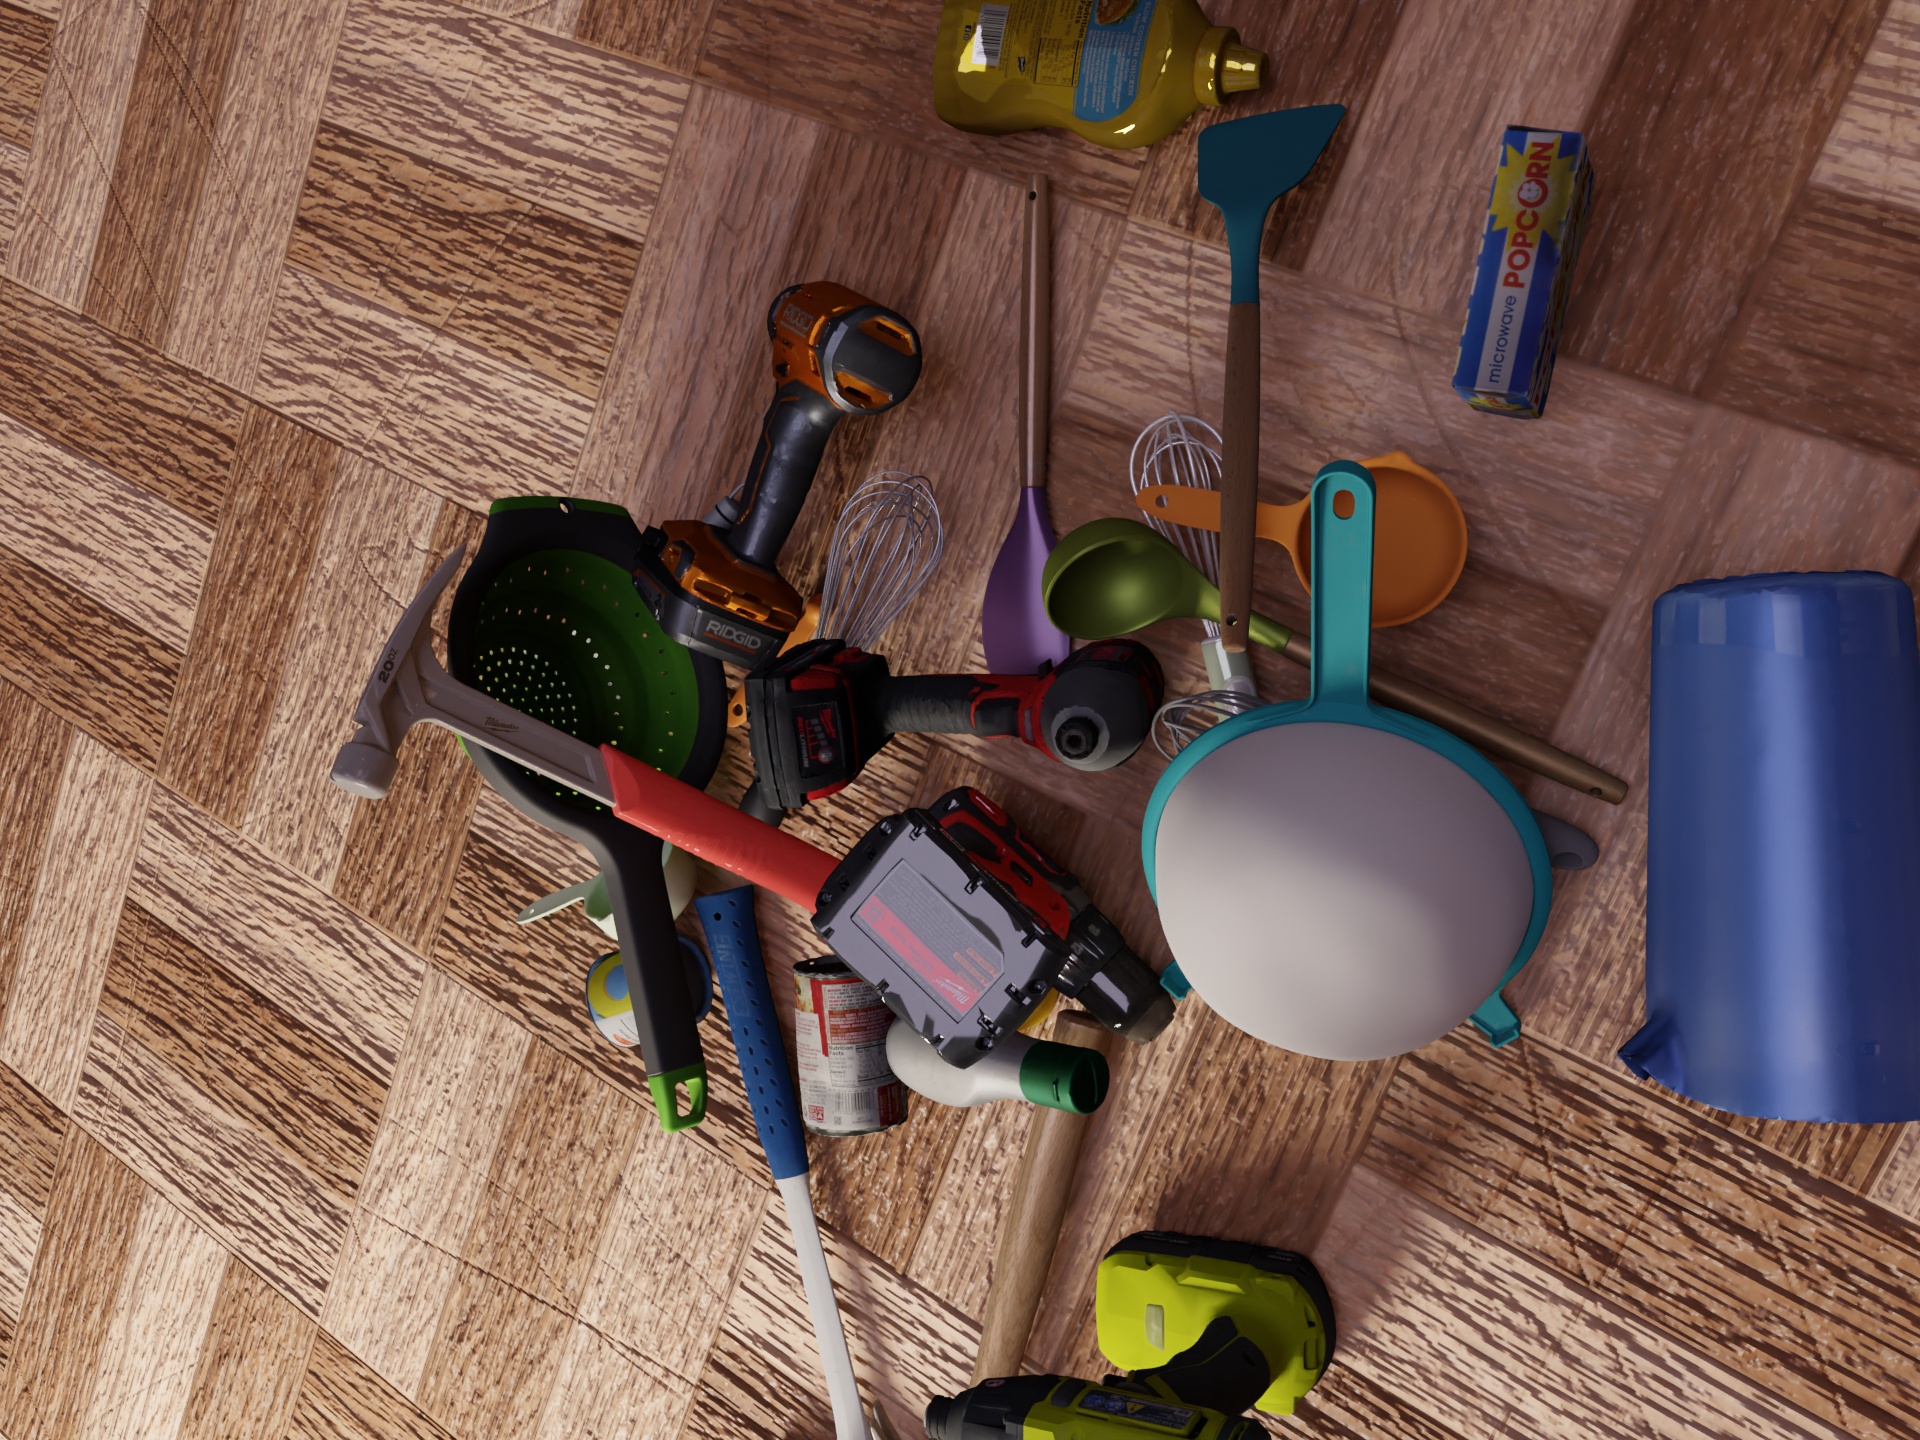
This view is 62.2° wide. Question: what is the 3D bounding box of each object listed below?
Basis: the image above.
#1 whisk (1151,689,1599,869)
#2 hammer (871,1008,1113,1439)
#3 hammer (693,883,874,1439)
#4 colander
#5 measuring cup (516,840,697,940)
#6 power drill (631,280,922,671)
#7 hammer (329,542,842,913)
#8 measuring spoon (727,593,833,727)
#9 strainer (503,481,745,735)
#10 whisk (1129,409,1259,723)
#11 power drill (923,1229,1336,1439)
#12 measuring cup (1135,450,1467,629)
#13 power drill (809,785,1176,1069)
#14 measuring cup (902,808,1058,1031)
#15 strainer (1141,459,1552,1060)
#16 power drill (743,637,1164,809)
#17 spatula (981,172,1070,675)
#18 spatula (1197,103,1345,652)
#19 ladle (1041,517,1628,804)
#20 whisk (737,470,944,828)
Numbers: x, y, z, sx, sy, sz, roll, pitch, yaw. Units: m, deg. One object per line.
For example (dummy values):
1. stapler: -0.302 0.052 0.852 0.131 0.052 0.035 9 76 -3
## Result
1. whisk: 0.217 0.035 0.840 0.239 0.055 0.055 19 101 9
2. hammer: 0.034 0.335 0.961 0.130 0.031 0.331 13 95 0
3. hammer: -0.114 0.311 1.047 0.144 0.035 0.405 -17 85 26
4. colander: -0.235 0.061 0.998 0.094 0.204 0.397 -19 81 39
5. measuring cup: -0.245 0.127 1.094 0.167 0.083 0.038 -21 122 37
6. power drill: -0.117 -0.161 0.976 0.226 0.084 0.164 -62 32 11
7. hammer: -0.170 0.042 0.936 0.037 0.358 0.149 -19 47 58
8. measuring spoon: -0.122 -0.038 1.046 0.021 0.011 0.117 47 111 17
9. strainer: -0.225 -0.069 1.082 0.258 0.050 0.087 -43 87 16
10. whisk: 0.145 -0.054 0.892 0.058 0.059 0.246 -14 91 -1
11. power drill: 0.098 0.346 0.836 0.171 0.223 0.080 1 93 27
12. measuring cup: 0.182 -0.103 0.853 0.174 0.052 0.095 13 98 16
13. power drill: 0.030 0.118 0.861 0.188 0.226 0.080 43 100 10
14. measuring cup: 0.002 0.122 0.980 0.062 0.029 0.156 -38 79 23
15. strainer: 0.178 0.048 0.770 0.211 0.095 0.340 6 125 20
16. power drill: -0.001 -0.003 0.892 0.220 0.143 0.078 -3 104 15
17. spatula: 0.041 -0.165 0.953 0.060 0.018 0.316 4 95 28
18. spatula: 0.153 -0.188 0.835 0.082 0.044 0.318 -1 78 25
19. ladle: 0.192 -0.022 0.832 0.320 0.062 0.078 26 138 9
20. whisk: -0.084 -0.029 1.007 0.070 0.070 0.284 36 113 21
